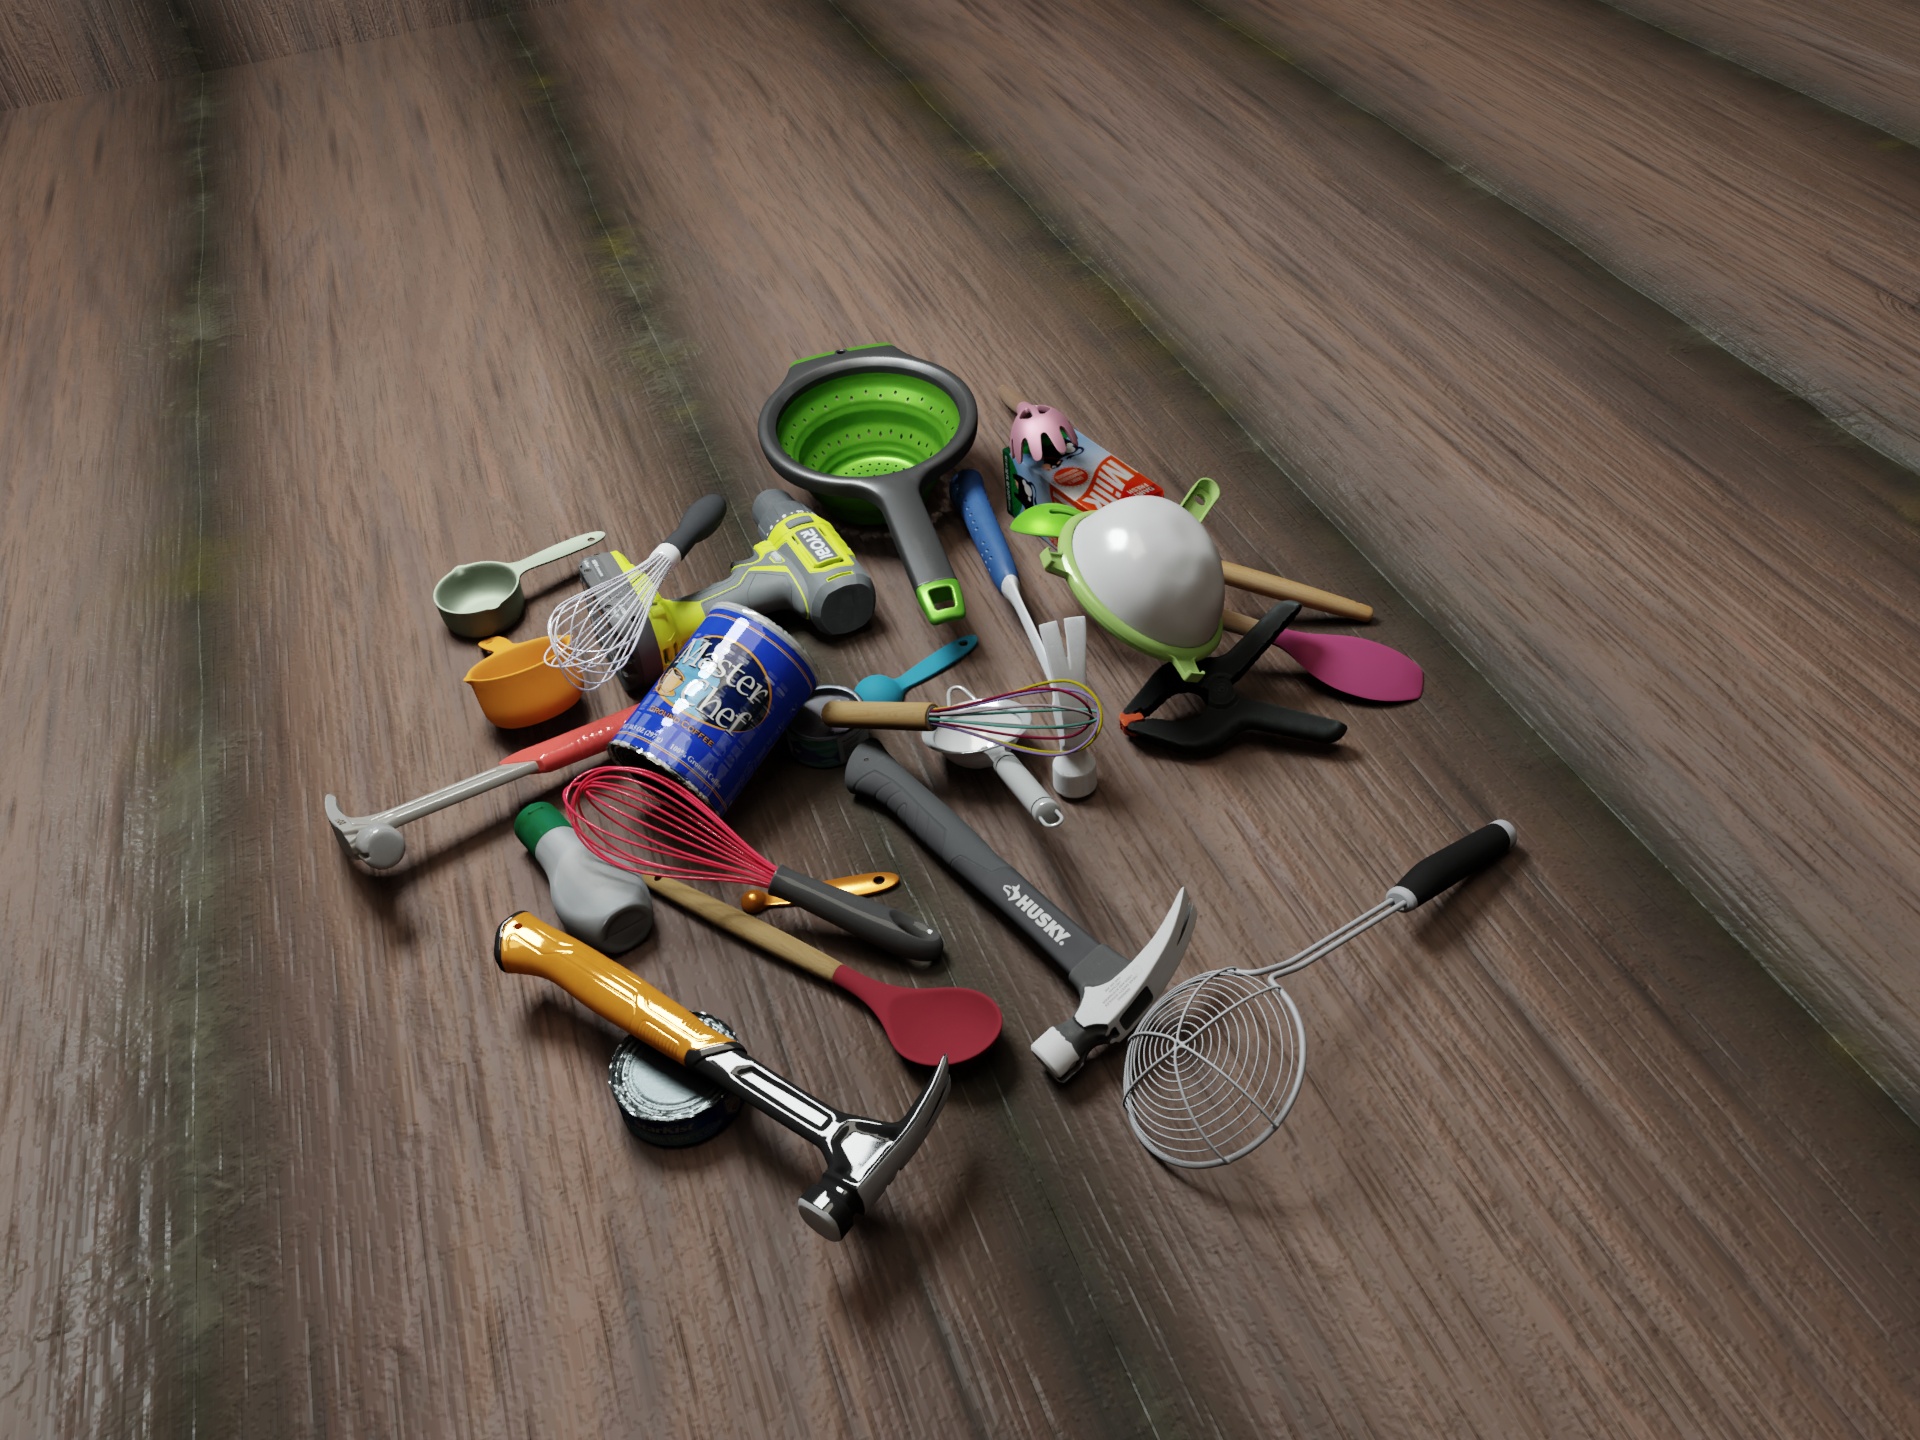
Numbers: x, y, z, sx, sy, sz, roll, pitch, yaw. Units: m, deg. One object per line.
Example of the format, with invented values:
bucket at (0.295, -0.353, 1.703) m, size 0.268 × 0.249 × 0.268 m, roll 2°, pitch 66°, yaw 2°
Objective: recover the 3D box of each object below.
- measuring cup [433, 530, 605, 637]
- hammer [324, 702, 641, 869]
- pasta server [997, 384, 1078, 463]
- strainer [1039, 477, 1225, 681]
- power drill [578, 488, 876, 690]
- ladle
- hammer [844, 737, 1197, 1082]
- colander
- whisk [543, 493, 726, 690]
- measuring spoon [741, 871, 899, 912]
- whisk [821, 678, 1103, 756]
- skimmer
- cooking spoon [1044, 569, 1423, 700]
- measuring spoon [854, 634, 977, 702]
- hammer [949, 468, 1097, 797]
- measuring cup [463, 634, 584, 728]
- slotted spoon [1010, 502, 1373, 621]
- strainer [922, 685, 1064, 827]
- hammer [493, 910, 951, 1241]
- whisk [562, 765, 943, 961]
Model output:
measuring cup at (-0.395, -0.126, 1.447) m, size 0.167 × 0.038 × 0.083 m, roll -29°, pitch 47°, yaw -26°
hammer at (-0.315, 0.021, 1.259) m, size 0.359 × 0.036 × 0.149 m, roll -24°, pitch 21°, yaw -26°
pasta server at (0.059, -0.289, 1.503) m, size 0.060 × 0.040 × 0.316 m, roll -17°, pitch 18°, yaw 1°
strainer at (0.174, -0.148, 1.248) m, size 0.151 × 0.069 × 0.256 m, roll 39°, pitch 41°, yaw -1°
power drill at (-0.210, -0.124, 1.396) m, size 0.228 × 0.080 × 0.191 m, roll -20°, pitch 44°, yaw -19°
ladle at (-0.105, 0.166, 1.101) m, size 0.316 × 0.031 × 0.069 m, roll 21°, pitch 46°, yaw 29°
hammer at (0.022, 0.103, 1.132) m, size 0.146 × 0.035 × 0.335 m, roll -41°, pitch 47°, yaw -10°
colander at (-0.062, -0.195, 1.446) m, size 0.204 × 0.094 × 0.398 m, roll -14°, pitch 47°, yaw -9°
whisk at (-0.254, -0.115, 1.290) m, size 0.070 × 0.070 × 0.285 m, roll 8°, pitch 35°, yaw 15°
measuring spoon at (-0.103, 0.122, 1.158) m, size 0.117 × 0.011 × 0.021 m, roll -9°, pitch 42°, yaw -3°
whisk at (-0.002, -0.006, 1.177) m, size 0.245 × 0.047 × 0.051 m, roll 2°, pitch 29°, yaw 33°
skimmer at (0.255, 0.168, 1.053) m, size 0.363 × 0.090 × 0.127 m, roll -23°, pitch 24°, yaw -33°
cooking spoon at (0.220, -0.079, 1.282) m, size 0.319 × 0.017 × 0.069 m, roll 18°, pitch 47°, yaw 2°
measuring spoon at (-0.036, -0.046, 1.327) m, size 0.128 × 0.021 × 0.042 m, roll -33°, pitch 49°, yaw -25°
hammer at (0.045, -0.111, 1.330) m, size 0.035 × 0.144 × 0.406 m, roll -11°, pitch 36°, yaw -7°
measuring cup at (-0.375, -0.037, 1.346) m, size 0.095 × 0.052 × 0.174 m, roll -26°, pitch 21°, yaw -22°
slotted spoon at (0.196, -0.131, 1.324) m, size 0.313 × 0.031 × 0.070 m, roll 15°, pitch 17°, yaw -6°
strainer at (0.031, 0.033, 1.174) m, size 0.087 × 0.050 × 0.259 m, roll -17°, pitch 21°, yaw -9°
hammer at (-0.168, 0.198, 1.014) m, size 0.337 × 0.034 × 0.127 m, roll 23°, pitch 50°, yaw 28°
whisk at (-0.148, 0.105, 1.123) m, size 0.296 × 0.073 × 0.073 m, roll 22°, pitch 48°, yaw 8°
